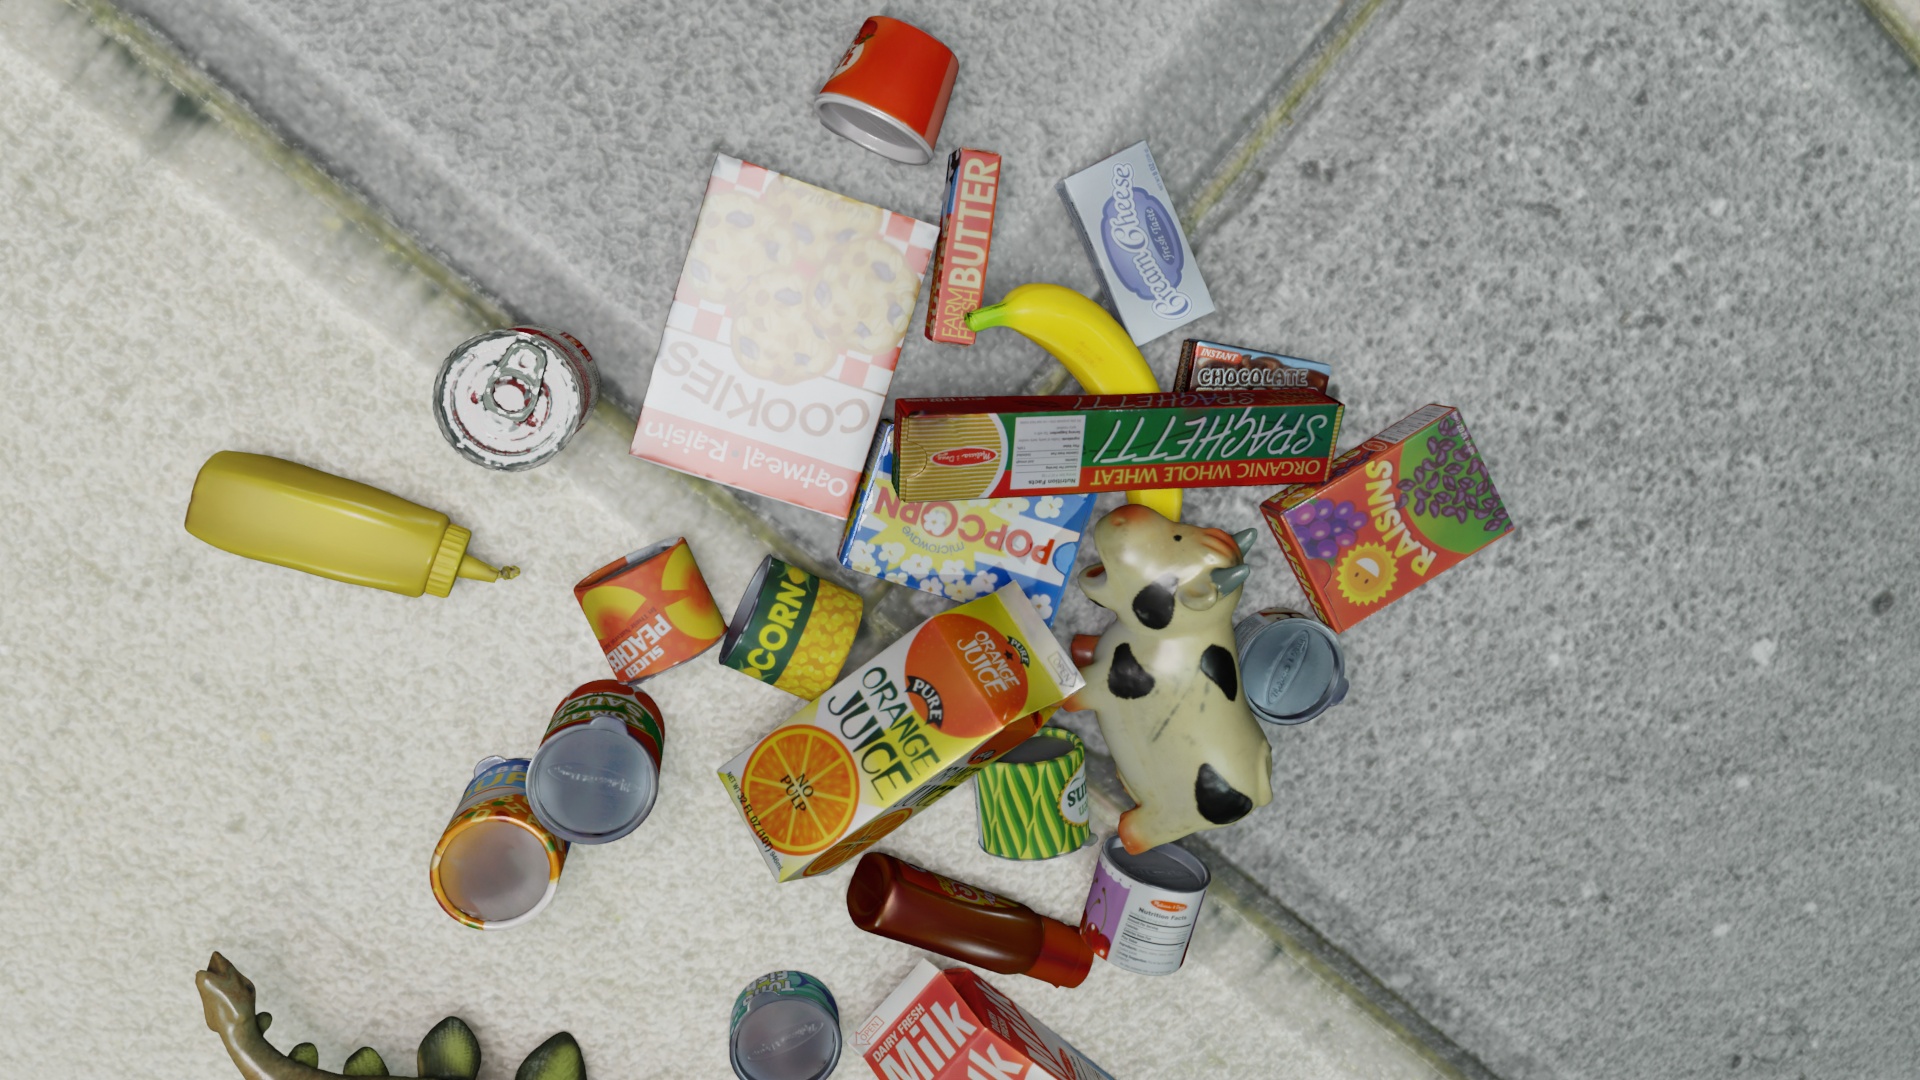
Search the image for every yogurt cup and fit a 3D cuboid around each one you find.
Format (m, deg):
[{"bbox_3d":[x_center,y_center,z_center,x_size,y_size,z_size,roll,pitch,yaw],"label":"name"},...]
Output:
[{"bbox_3d":[-0.036,-0.236,0.727,0.072,0.072,0.054,25,88,-13],"label":"yogurt cup"}]

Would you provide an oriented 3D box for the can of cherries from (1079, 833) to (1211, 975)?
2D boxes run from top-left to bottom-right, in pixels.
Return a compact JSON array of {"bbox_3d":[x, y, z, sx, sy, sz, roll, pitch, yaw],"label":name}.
[{"bbox_3d":[0.109,0.215,0.830,0.071,0.071,0.058,11,105,-11],"label":"can of cherries"}]

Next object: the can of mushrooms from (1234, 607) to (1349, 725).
[{"bbox_3d":[0.195,0.076,0.835,0.071,0.033,0.071,-2,100,-9],"label":"can of mushrooms"}]

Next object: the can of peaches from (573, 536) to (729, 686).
[{"bbox_3d":[-0.168,0.038,0.751,0.071,0.071,0.058,-24,102,-4],"label":"can of peaches"}]

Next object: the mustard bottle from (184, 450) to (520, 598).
[{"bbox_3d":[-0.312,-0.002,0.726,0.160,0.065,0.048,19,99,-16],"label":"mustard bottle"}]

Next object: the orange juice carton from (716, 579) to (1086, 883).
[{"bbox_3d":[-0.029,0.103,0.757,0.192,0.073,0.072,-36,72,9],"label":"orange juice carton"}]

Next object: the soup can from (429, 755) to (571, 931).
[{"bbox_3d":[-0.247,0.161,0.754,0.071,0.084,0.071,-2,100,-8],"label":"soup can"}]

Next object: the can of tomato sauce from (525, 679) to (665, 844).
[{"bbox_3d":[-0.195,0.116,0.754,0.071,0.083,0.071,-2,101,-9],"label":"can of tomato sauce"}]

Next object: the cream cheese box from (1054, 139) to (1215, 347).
[{"bbox_3d":[0.098,-0.165,0.781,0.053,0.024,0.103,-26,103,-2],"label":"cream cheese box"}]

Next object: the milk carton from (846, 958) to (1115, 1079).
[{"bbox_3d":[0.026,0.329,0.833,0.190,0.073,0.072,41,92,-13],"label":"milk carton"}]

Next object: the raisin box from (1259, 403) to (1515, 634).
[{"bbox_3d":[0.253,-0.013,0.825,0.123,0.040,0.086,-30,104,-2],"label":"raisin box"}]

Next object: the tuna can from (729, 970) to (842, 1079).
[{"bbox_3d":[-0.105,0.291,0.826,0.071,0.033,0.071,-2,101,-9],"label":"tuna can"}]

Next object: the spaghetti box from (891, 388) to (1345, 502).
[{"bbox_3d":[0.087,-0.052,0.748,0.250,0.029,0.050,-3,116,-16],"label":"spaghetti box"}]

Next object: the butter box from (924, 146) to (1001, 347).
[{"bbox_3d":[0.001,-0.157,0.751,0.024,0.053,0.103,7,99,-8],"label":"butter box"}]

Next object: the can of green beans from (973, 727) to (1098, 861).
[{"bbox_3d":[0.041,0.146,0.806,0.071,0.071,0.057,-6,101,-8],"label":"can of green beans"}]

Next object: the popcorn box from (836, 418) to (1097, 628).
[{"bbox_3d":[0.003,-0.010,0.786,0.127,0.038,0.085,17,96,-12],"label":"popcorn box"}]

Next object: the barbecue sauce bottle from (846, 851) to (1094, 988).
[{"bbox_3d":[0.009,0.228,0.820,0.148,0.065,0.043,24,84,-21],"label":"barbecue sauce bottle"}]

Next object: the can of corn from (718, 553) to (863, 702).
[{"bbox_3d":[-0.093,0.049,0.765,0.058,0.071,0.071,25,96,-13],"label":"can of corn"}]

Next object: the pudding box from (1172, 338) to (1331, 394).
[{"bbox_3d":[0.167,-0.086,0.803,0.084,0.030,0.049,9,98,-11],"label":"pudding box"}]

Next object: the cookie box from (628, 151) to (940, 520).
[{"bbox_3d":[-0.096,-0.108,0.752,0.123,0.040,0.167,17,96,-11],"label":"cookie box"}]
